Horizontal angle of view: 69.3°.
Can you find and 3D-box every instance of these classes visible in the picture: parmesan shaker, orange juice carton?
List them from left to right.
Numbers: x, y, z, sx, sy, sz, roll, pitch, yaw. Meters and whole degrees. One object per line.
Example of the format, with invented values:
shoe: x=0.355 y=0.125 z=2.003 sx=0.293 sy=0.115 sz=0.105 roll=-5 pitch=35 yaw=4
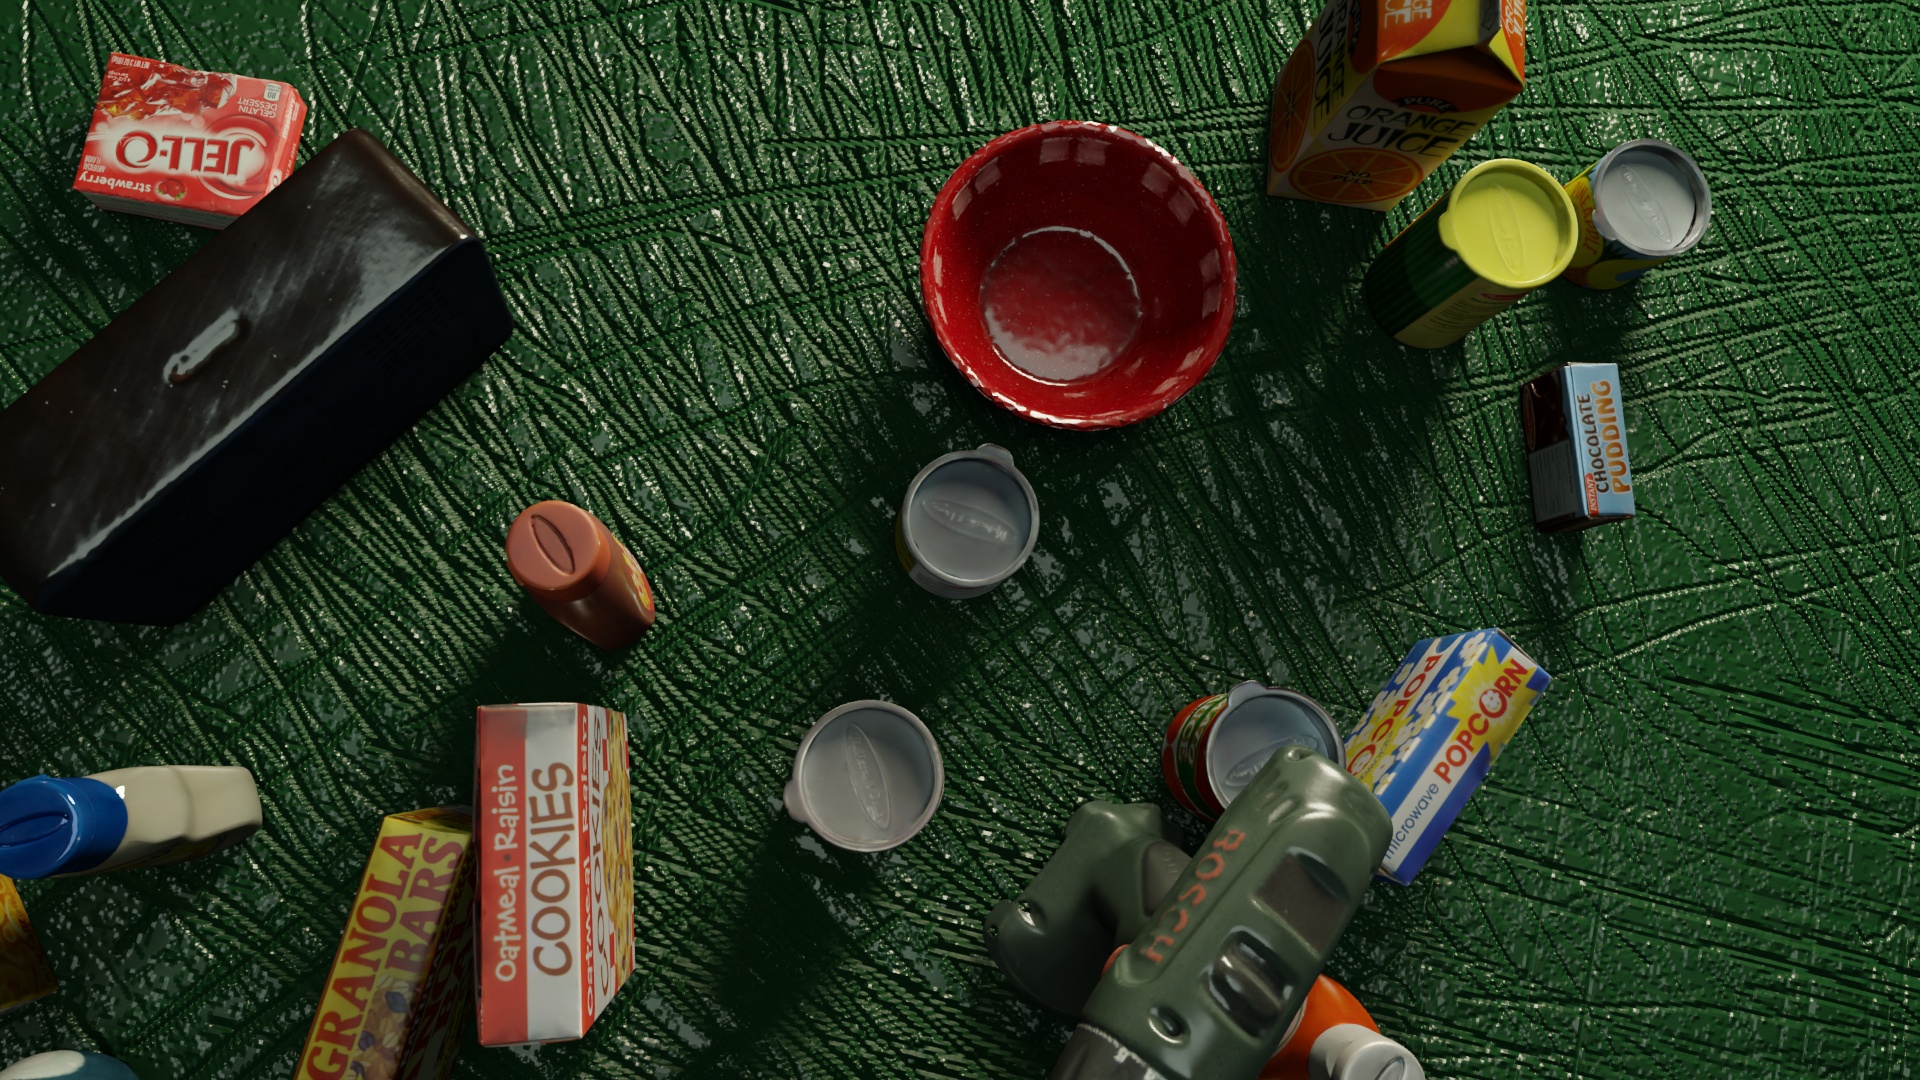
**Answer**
orange juice carton: x=0.217 y=-0.234 z=0.681 sx=0.073 sy=0.192 sz=0.072 roll=7 pitch=81 yaw=-6
parmesan shaker: x=0.257 y=-0.145 z=0.717 sx=0.071 sy=0.103 sz=0.071 roll=1 pitch=81 yaw=-7

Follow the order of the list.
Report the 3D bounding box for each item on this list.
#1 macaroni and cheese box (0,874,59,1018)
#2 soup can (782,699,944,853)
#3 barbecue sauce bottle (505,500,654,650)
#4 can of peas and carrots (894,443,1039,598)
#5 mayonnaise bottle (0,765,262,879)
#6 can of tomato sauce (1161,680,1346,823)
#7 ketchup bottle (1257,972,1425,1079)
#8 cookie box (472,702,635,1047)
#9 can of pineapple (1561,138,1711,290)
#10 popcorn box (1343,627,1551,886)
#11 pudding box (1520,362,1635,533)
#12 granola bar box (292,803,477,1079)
macaroni and cheese box: x=-0.443 y=0.146 z=0.551 sx=0.040 sy=0.166 sz=0.124 roll=-27 pitch=85 yaw=-10
soup can: x=-0.047 y=0.110 z=0.647 sx=0.071 sy=0.083 sz=0.071 roll=1 pitch=81 yaw=-7
barbecue sauce bottle: x=-0.169 y=0.013 z=0.616 sx=0.044 sy=0.148 sz=0.065 roll=-33 pitch=86 yaw=-10
can of peas and carrots: x=0.002 y=-0.009 z=0.686 sx=0.071 sy=0.058 sz=0.071 roll=1 pitch=81 yaw=-7
mayonnaise bottle: x=-0.348 y=0.117 z=0.577 sx=0.065 sy=0.148 sz=0.041 roll=-17 pitch=84 yaw=-9
can of tomato sauce: x=0.138 y=0.104 z=0.671 sx=0.071 sy=0.083 sz=0.071 roll=1 pitch=81 yaw=-7
ketchup bottle: x=0.160 y=0.228 z=0.620 sx=0.043 sy=0.148 sz=0.065 roll=35 pitch=79 yaw=-1
cookie box: x=-0.168 y=0.133 z=0.586 sx=0.040 sy=0.167 sz=0.123 roll=-3 pitch=81 yaw=-7
can of pineapple: x=0.359 y=-0.176 z=0.758 sx=0.071 sy=0.057 sz=0.071 roll=1 pitch=81 yaw=-7
popcorn box: x=0.221 y=0.105 z=0.680 sx=0.038 sy=0.085 sz=0.127 roll=39 pitch=79 yaw=0
pudding box: x=0.326 y=-0.049 z=0.737 sx=0.030 sy=0.049 sz=0.084 roll=-2 pitch=81 yaw=-7
granola bar box: x=-0.237 y=0.198 z=0.589 sx=0.039 sy=0.124 sz=0.166 roll=16 pitch=79 yaw=-4
